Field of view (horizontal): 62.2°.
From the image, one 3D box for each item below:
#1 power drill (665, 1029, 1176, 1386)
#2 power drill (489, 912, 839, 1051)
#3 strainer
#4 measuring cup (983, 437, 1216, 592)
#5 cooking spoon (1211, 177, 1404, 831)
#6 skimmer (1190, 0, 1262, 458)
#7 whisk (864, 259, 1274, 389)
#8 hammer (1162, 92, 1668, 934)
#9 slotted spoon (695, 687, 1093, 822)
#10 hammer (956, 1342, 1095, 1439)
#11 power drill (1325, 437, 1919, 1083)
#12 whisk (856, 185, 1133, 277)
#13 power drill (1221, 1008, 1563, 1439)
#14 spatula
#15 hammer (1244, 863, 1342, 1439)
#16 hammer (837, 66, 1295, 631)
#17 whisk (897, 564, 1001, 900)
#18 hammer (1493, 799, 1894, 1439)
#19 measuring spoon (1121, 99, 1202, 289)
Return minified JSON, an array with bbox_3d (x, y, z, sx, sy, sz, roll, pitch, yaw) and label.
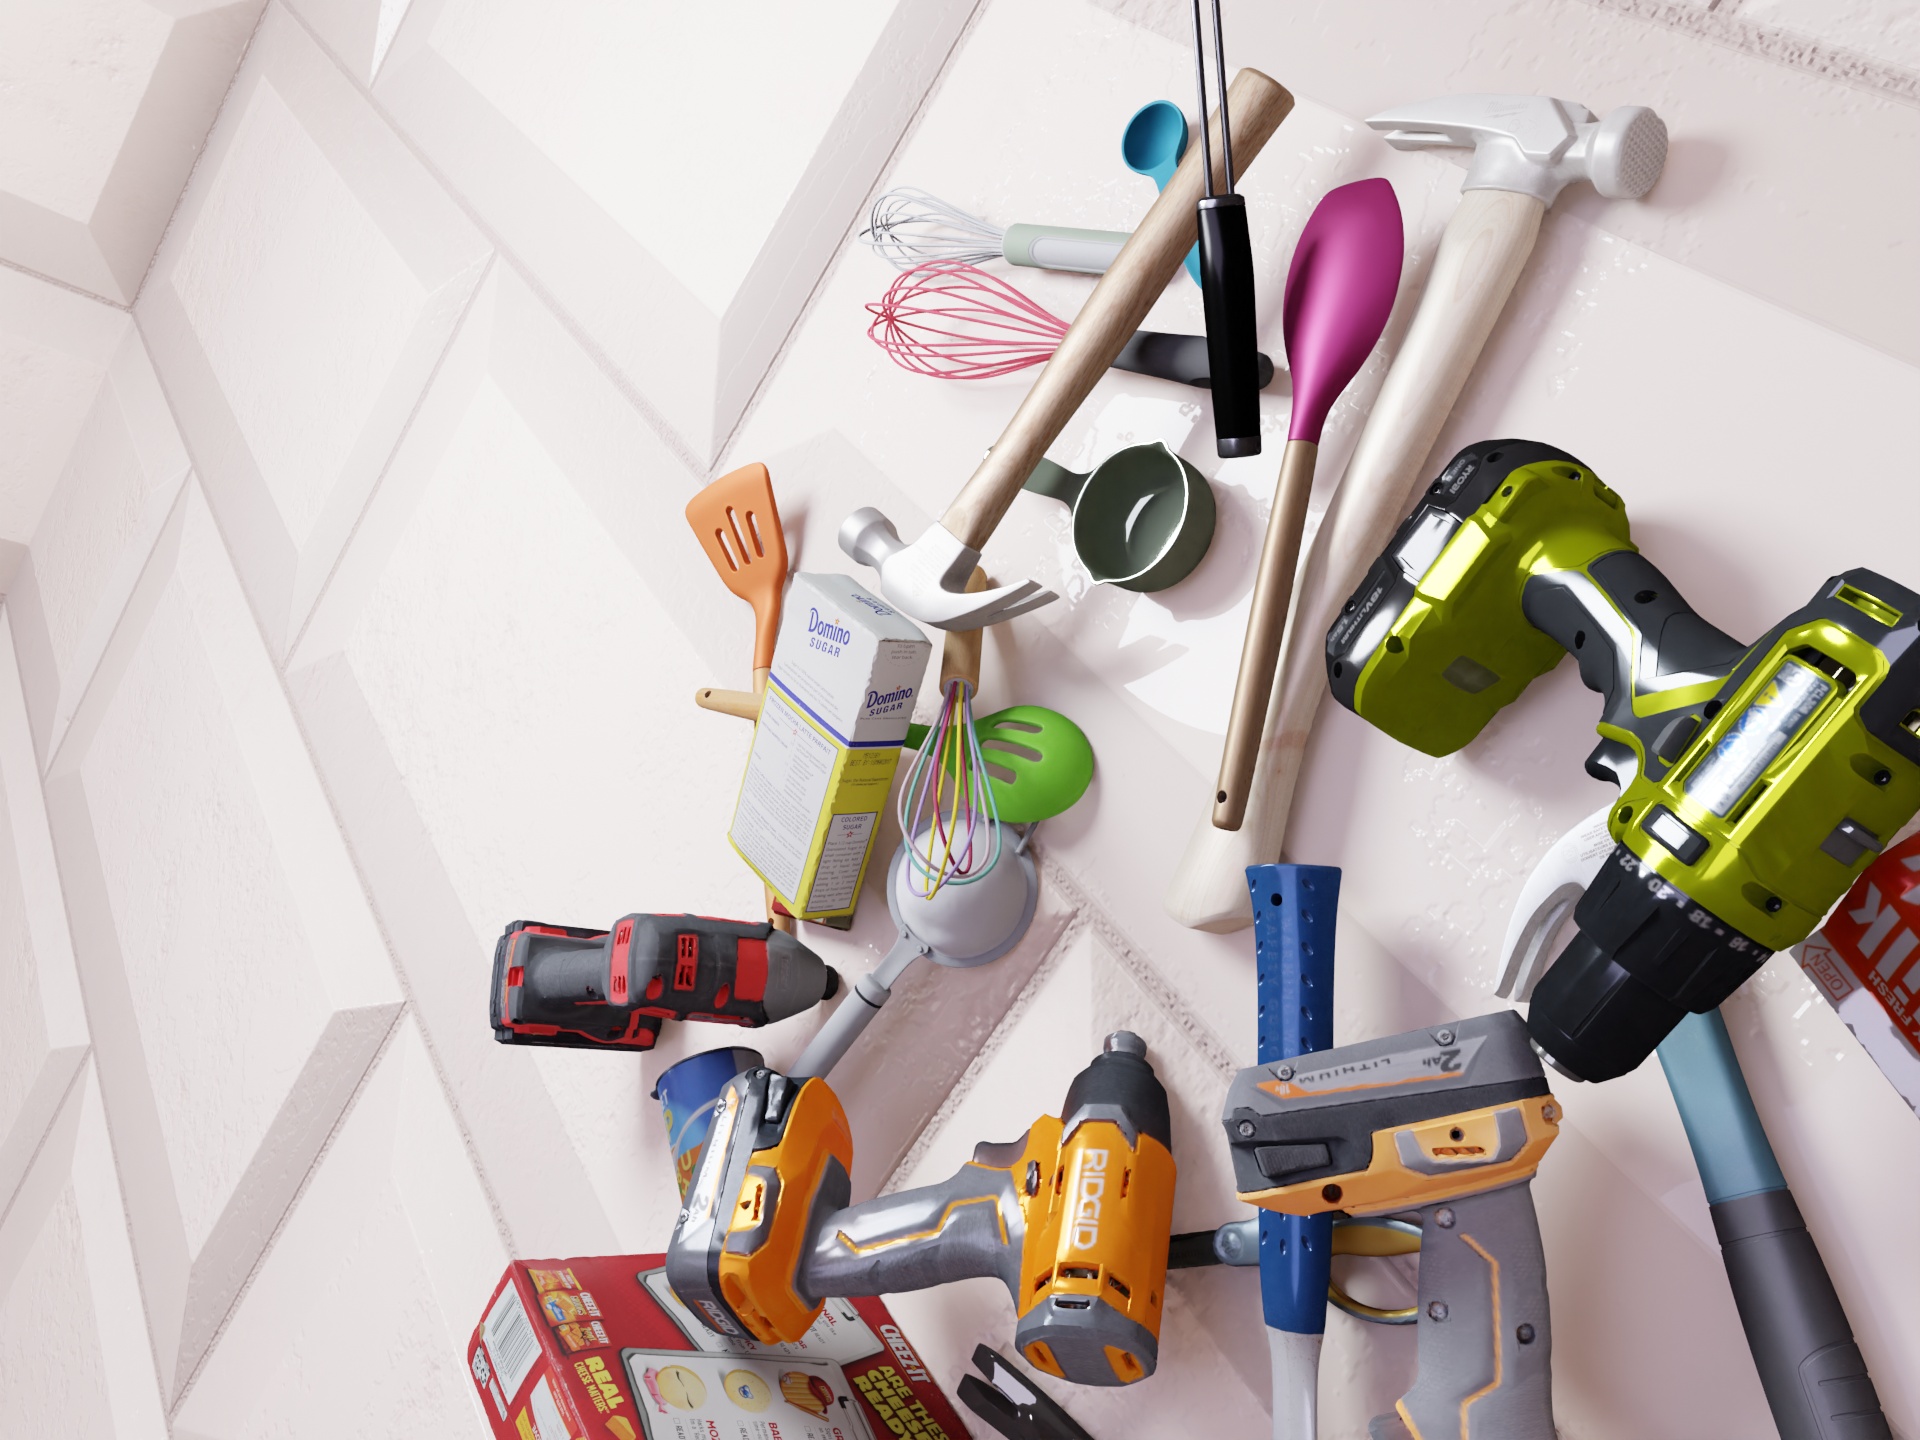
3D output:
[{"bbox_3d":[-0.009,0.220,0.757,0.226,0.084,0.164,-4,45,20],"label":"power drill"},{"bbox_3d":[-0.183,0.158,0.967,0.220,0.143,0.079,-15,68,48],"label":"power drill"},{"bbox_3d":[-0.043,0.143,0.872,0.087,0.050,0.258,41,103,18],"label":"strainer"},{"bbox_3d":[0.073,-0.120,0.869,0.168,0.038,0.083,32,100,47],"label":"measuring cup"},{"bbox_3d":[0.155,-0.105,0.744,0.069,0.017,0.319,4,80,50],"label":"cooking spoon"},{"bbox_3d":[0.121,-0.313,0.777,0.127,0.090,0.363,-5,102,6],"label":"skimmer"},{"bbox_3d":[0.053,-0.218,0.905,0.296,0.073,0.073,21,92,41],"label":"whisk"},{"bbox_3d":[0.181,-0.095,0.753,0.146,0.038,0.410,28,97,47],"label":"hammer"},{"bbox_3d":[-0.055,0.006,0.936,0.314,0.031,0.070,10,65,42],"label":"slotted spoon"},{"bbox_3d":[-0.057,0.314,0.623,0.149,0.358,0.036,29,97,43],"label":"hammer"},{"bbox_3d":[0.235,0.004,0.594,0.190,0.080,0.229,-56,30,16],"label":"power drill"},{"bbox_3d":[0.027,-0.289,0.962,0.246,0.059,0.057,21,131,42],"label":"whisk"},{"bbox_3d":[0.156,0.235,0.582,0.185,0.084,0.226,-15,75,10],"label":"power drill"},{"bbox_3d":[-0.134,-0.012,1.034,0.081,0.041,0.323,-22,63,34],"label":"spatula"},{"bbox_3d":[0.143,0.263,0.655,0.144,0.035,0.406,-7,76,43],"label":"hammer"},{"bbox_3d":[0.065,-0.189,0.837,0.130,0.031,0.331,44,106,33],"label":"hammer"},{"bbox_3d":[0.000,-0.004,0.848,0.051,0.047,0.245,-6,43,11],"label":"whisk"},{"bbox_3d":[0.285,0.182,0.563,0.128,0.033,0.331,-29,58,34],"label":"hammer"},{"bbox_3d":[0.126,-0.289,0.889,0.042,0.021,0.129,-30,66,34],"label":"measuring spoon"}]
